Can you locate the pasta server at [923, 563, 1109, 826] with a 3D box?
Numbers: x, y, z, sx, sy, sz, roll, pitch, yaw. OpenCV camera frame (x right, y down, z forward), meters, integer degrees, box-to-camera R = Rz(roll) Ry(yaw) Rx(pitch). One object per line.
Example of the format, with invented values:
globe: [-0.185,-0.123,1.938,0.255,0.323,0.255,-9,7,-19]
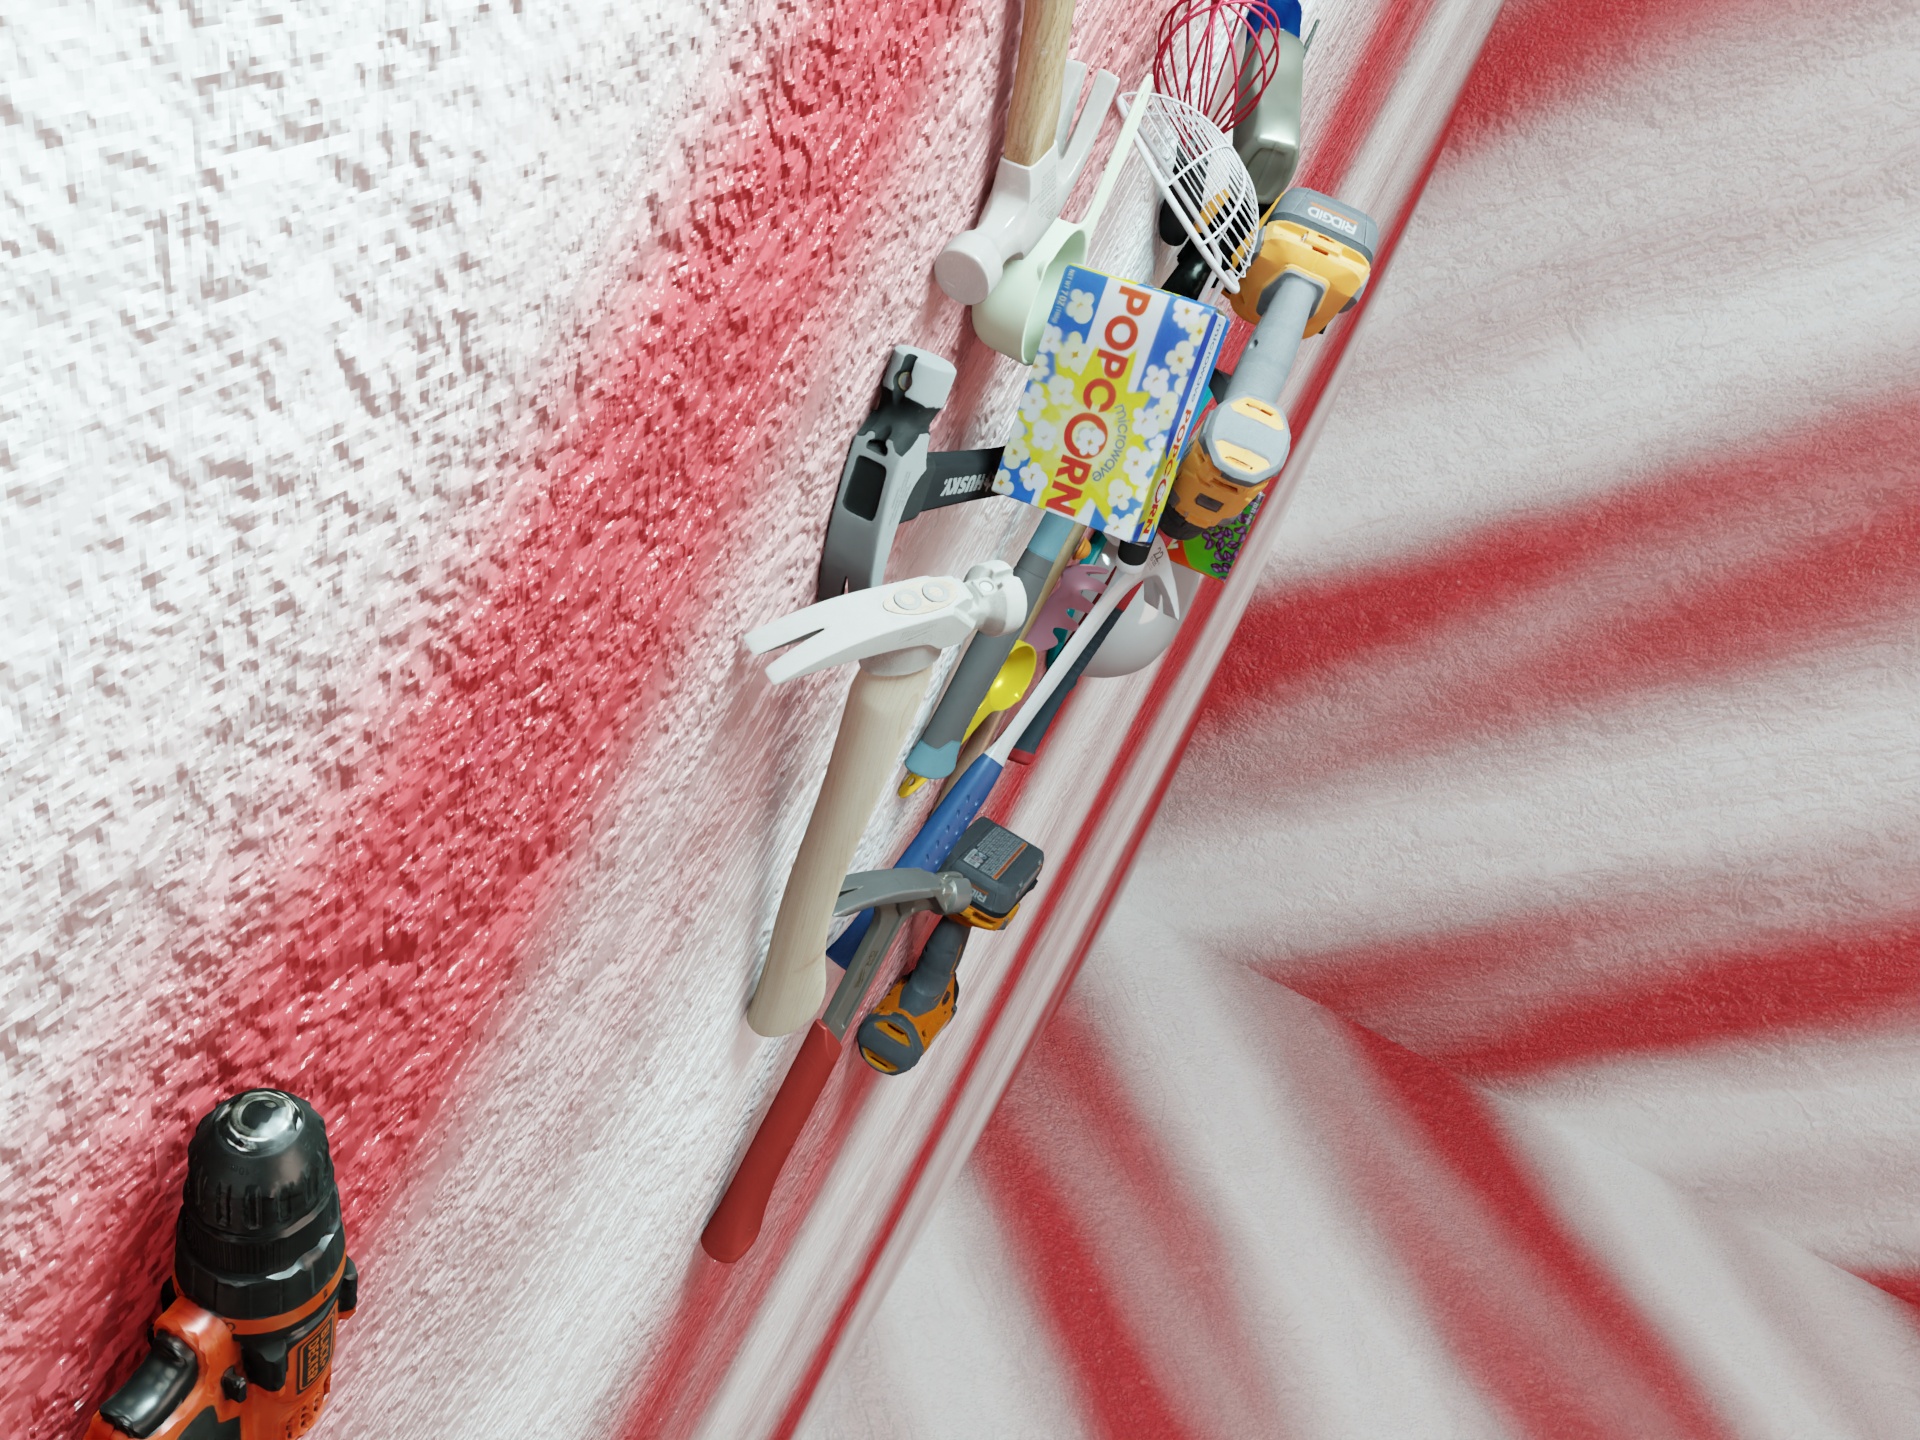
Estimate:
pasta server: [0.029,0.006,1.312,0.316,0.040,0.060,-62,-157,2]

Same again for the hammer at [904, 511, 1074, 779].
hammer: [0.051,-0.105,1.129,0.128,0.033,0.331,11,109,-61]

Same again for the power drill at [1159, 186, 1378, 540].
power drill: [0.207,-0.240,1.141,0.185,0.084,0.226,124,-11,-77]

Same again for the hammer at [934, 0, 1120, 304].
hammer: [0.045,-0.340,0.667,0.130,0.031,0.331,-55,165,-34]

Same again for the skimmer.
skimmer: [0.114,-0.221,1.012,0.363,0.090,0.127,100,-22,-52]

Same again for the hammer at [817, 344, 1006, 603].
hammer: [0.023,-0.138,0.912,0.335,0.035,0.146,-24,139,-62]

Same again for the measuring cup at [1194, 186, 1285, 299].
measuring cup: [0.226,-0.411,1.222,0.052,0.095,0.173,-3,98,-61]

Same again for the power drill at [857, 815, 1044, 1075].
power drill: [-0.007,0.206,1.482,0.226,0.084,0.164,-64,169,23]

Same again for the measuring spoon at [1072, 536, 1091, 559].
measuring spoon: [0.103,-0.142,1.332,0.021,0.011,0.117,-61,179,8]

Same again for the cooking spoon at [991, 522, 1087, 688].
cooking spoon: [0.096,-0.162,1.289,0.319,0.017,0.068,-61,178,-14]

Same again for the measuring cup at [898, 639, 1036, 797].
measuring cup: [-0.002,-0.004,1.205,0.156,0.029,0.062,-47,149,-17]

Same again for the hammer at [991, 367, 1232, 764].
hammer: [0.131,-0.120,1.353,0.386,0.038,0.143,-57,-151,28]

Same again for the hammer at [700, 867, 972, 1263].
hammer: [-0.117,0.260,1.167,0.149,0.037,0.359,1,123,-51]

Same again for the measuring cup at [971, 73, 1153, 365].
measuring cup: [0.053,-0.270,0.840,0.167,0.038,0.083,-65,168,-2]

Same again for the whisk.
whisk: [0.151,-0.371,1.004,0.073,0.073,0.295,-62,174,-6]

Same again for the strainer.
strainer: [0.200,-0.175,1.519,0.340,0.095,0.211,-61,168,-9]

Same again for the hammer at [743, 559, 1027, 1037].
hammer: [-0.083,0.073,0.911,0.146,0.038,0.410,-17,148,-31]

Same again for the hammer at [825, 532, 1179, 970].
hammer: [0.034,0.024,1.214,0.405,0.035,0.144,-54,147,-4]
